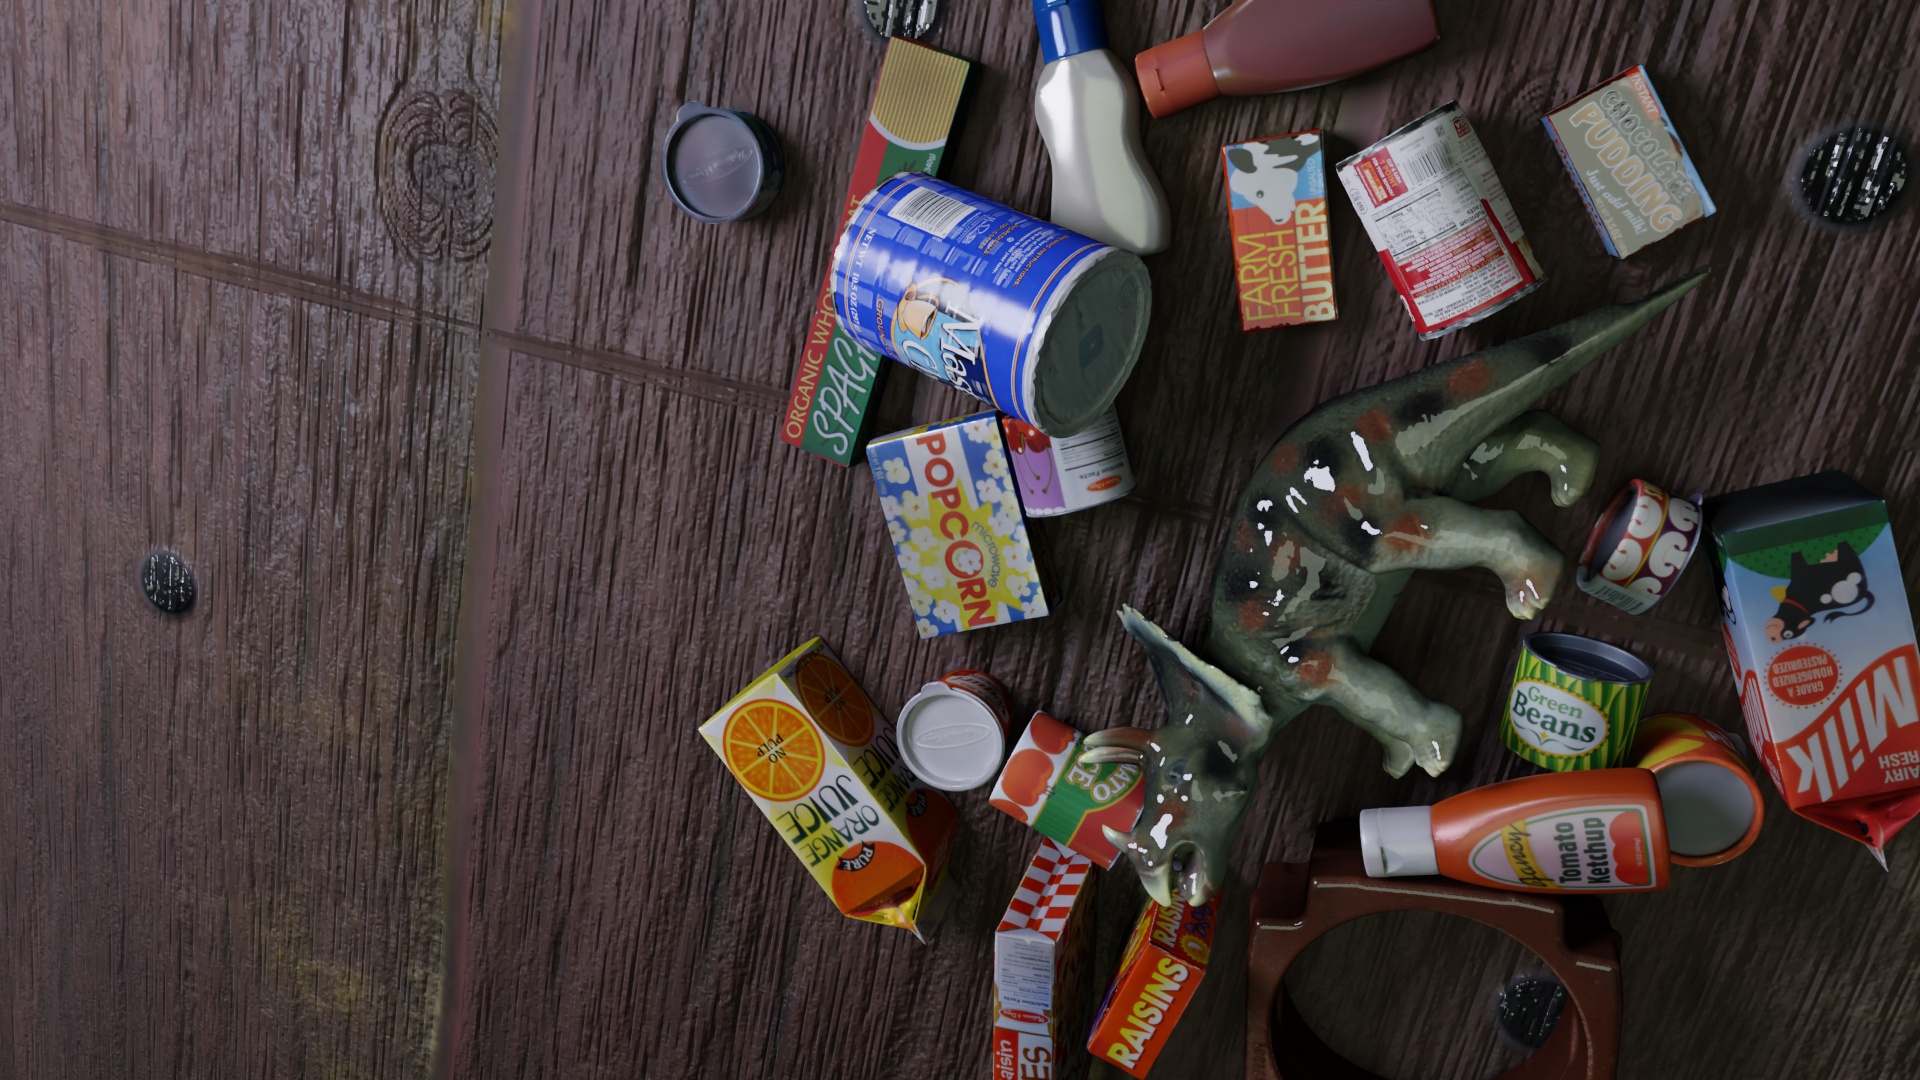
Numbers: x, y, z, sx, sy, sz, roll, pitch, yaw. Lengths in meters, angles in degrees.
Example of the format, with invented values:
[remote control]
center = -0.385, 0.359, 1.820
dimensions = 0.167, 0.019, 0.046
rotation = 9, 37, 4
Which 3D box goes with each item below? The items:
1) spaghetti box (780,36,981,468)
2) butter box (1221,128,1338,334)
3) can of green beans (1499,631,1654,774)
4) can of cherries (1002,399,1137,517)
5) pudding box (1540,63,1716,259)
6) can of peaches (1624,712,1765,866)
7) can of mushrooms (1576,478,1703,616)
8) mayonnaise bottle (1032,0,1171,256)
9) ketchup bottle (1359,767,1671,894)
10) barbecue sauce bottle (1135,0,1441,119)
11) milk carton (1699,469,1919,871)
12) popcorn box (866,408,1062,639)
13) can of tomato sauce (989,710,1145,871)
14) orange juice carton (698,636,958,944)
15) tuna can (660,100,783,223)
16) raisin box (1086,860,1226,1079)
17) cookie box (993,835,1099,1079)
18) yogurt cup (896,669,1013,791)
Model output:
[spaghetti box]
center = -0.049, -0.163, 0.815
dimensions = 0.050, 0.029, 0.249
rotation = 22, 109, 10
[butter box]
center = 0.173, -0.166, 0.751
dimensions = 0.053, 0.024, 0.103
rotation = -5, 103, 17
[can of green beans]
center = 0.332, 0.088, 0.752
dimensions = 0.071, 0.071, 0.057
rotation = 12, 108, 13
[can of cherries]
center = 0.060, -0.050, 0.795
dimensions = 0.071, 0.072, 0.058
rotation = -12, 101, 19
[pudding box]
center = 0.334, -0.189, 0.695
dimensions = 0.049, 0.030, 0.083
rotation = -27, 96, 20
[can of peaches]
center = 0.394, 0.133, 0.750
dimensions = 0.071, 0.058, 0.071
rotation = 4, 106, 16
[can of mushrooms]
center = 0.353, 0.001, 0.723
dimensions = 0.033, 0.071, 0.070
rotation = 26, 110, 9
[mayonnaise bottle]
center = 0.072, -0.225, 0.756
dimensions = 0.064, 0.041, 0.147
rotation = -8, 101, 24
[ketchup bottle]
center = 0.290, 0.156, 0.733
dimensions = 0.149, 0.044, 0.064
rotation = -8, 110, 21
[barbecue sauce bottle]
center = 0.166, -0.260, 0.718
dimensions = 0.148, 0.044, 0.064
rotation = -15, 100, 20
[milk carton]
center = 0.442, 0.068, 0.711
dimensions = 0.073, 0.072, 0.190
rotation = -15, 100, 19
[popcorn box]
center = 0.003, -0.010, 0.836
dimensions = 0.085, 0.038, 0.126
rotation = -12, 101, 18
[can of tomato sauce]
center = 0.069, 0.149, 0.845
dimensions = 0.083, 0.071, 0.071
rotation = 28, 111, 8
[orange juice carton]
center = -0.070, 0.164, 0.887
dimensions = 0.073, 0.072, 0.192
rotation = -37, 92, 23
[tuna can]
center = -0.141, -0.224, 0.823
dimensions = 0.071, 0.033, 0.071
rotation = 4, 106, 15
[raisin box]
center = 0.119, 0.245, 0.826
dimensions = 0.040, 0.124, 0.085
rotation = 27, 111, 7
[cookie box]
center = 0.054, 0.287, 0.856
dimensions = 0.040, 0.123, 0.167
rotation = 5, 106, 16
[yogurt cup]
center = 0.000, 0.114, 0.862
dimensions = 0.072, 0.054, 0.072
rotation = 4, 106, 15
